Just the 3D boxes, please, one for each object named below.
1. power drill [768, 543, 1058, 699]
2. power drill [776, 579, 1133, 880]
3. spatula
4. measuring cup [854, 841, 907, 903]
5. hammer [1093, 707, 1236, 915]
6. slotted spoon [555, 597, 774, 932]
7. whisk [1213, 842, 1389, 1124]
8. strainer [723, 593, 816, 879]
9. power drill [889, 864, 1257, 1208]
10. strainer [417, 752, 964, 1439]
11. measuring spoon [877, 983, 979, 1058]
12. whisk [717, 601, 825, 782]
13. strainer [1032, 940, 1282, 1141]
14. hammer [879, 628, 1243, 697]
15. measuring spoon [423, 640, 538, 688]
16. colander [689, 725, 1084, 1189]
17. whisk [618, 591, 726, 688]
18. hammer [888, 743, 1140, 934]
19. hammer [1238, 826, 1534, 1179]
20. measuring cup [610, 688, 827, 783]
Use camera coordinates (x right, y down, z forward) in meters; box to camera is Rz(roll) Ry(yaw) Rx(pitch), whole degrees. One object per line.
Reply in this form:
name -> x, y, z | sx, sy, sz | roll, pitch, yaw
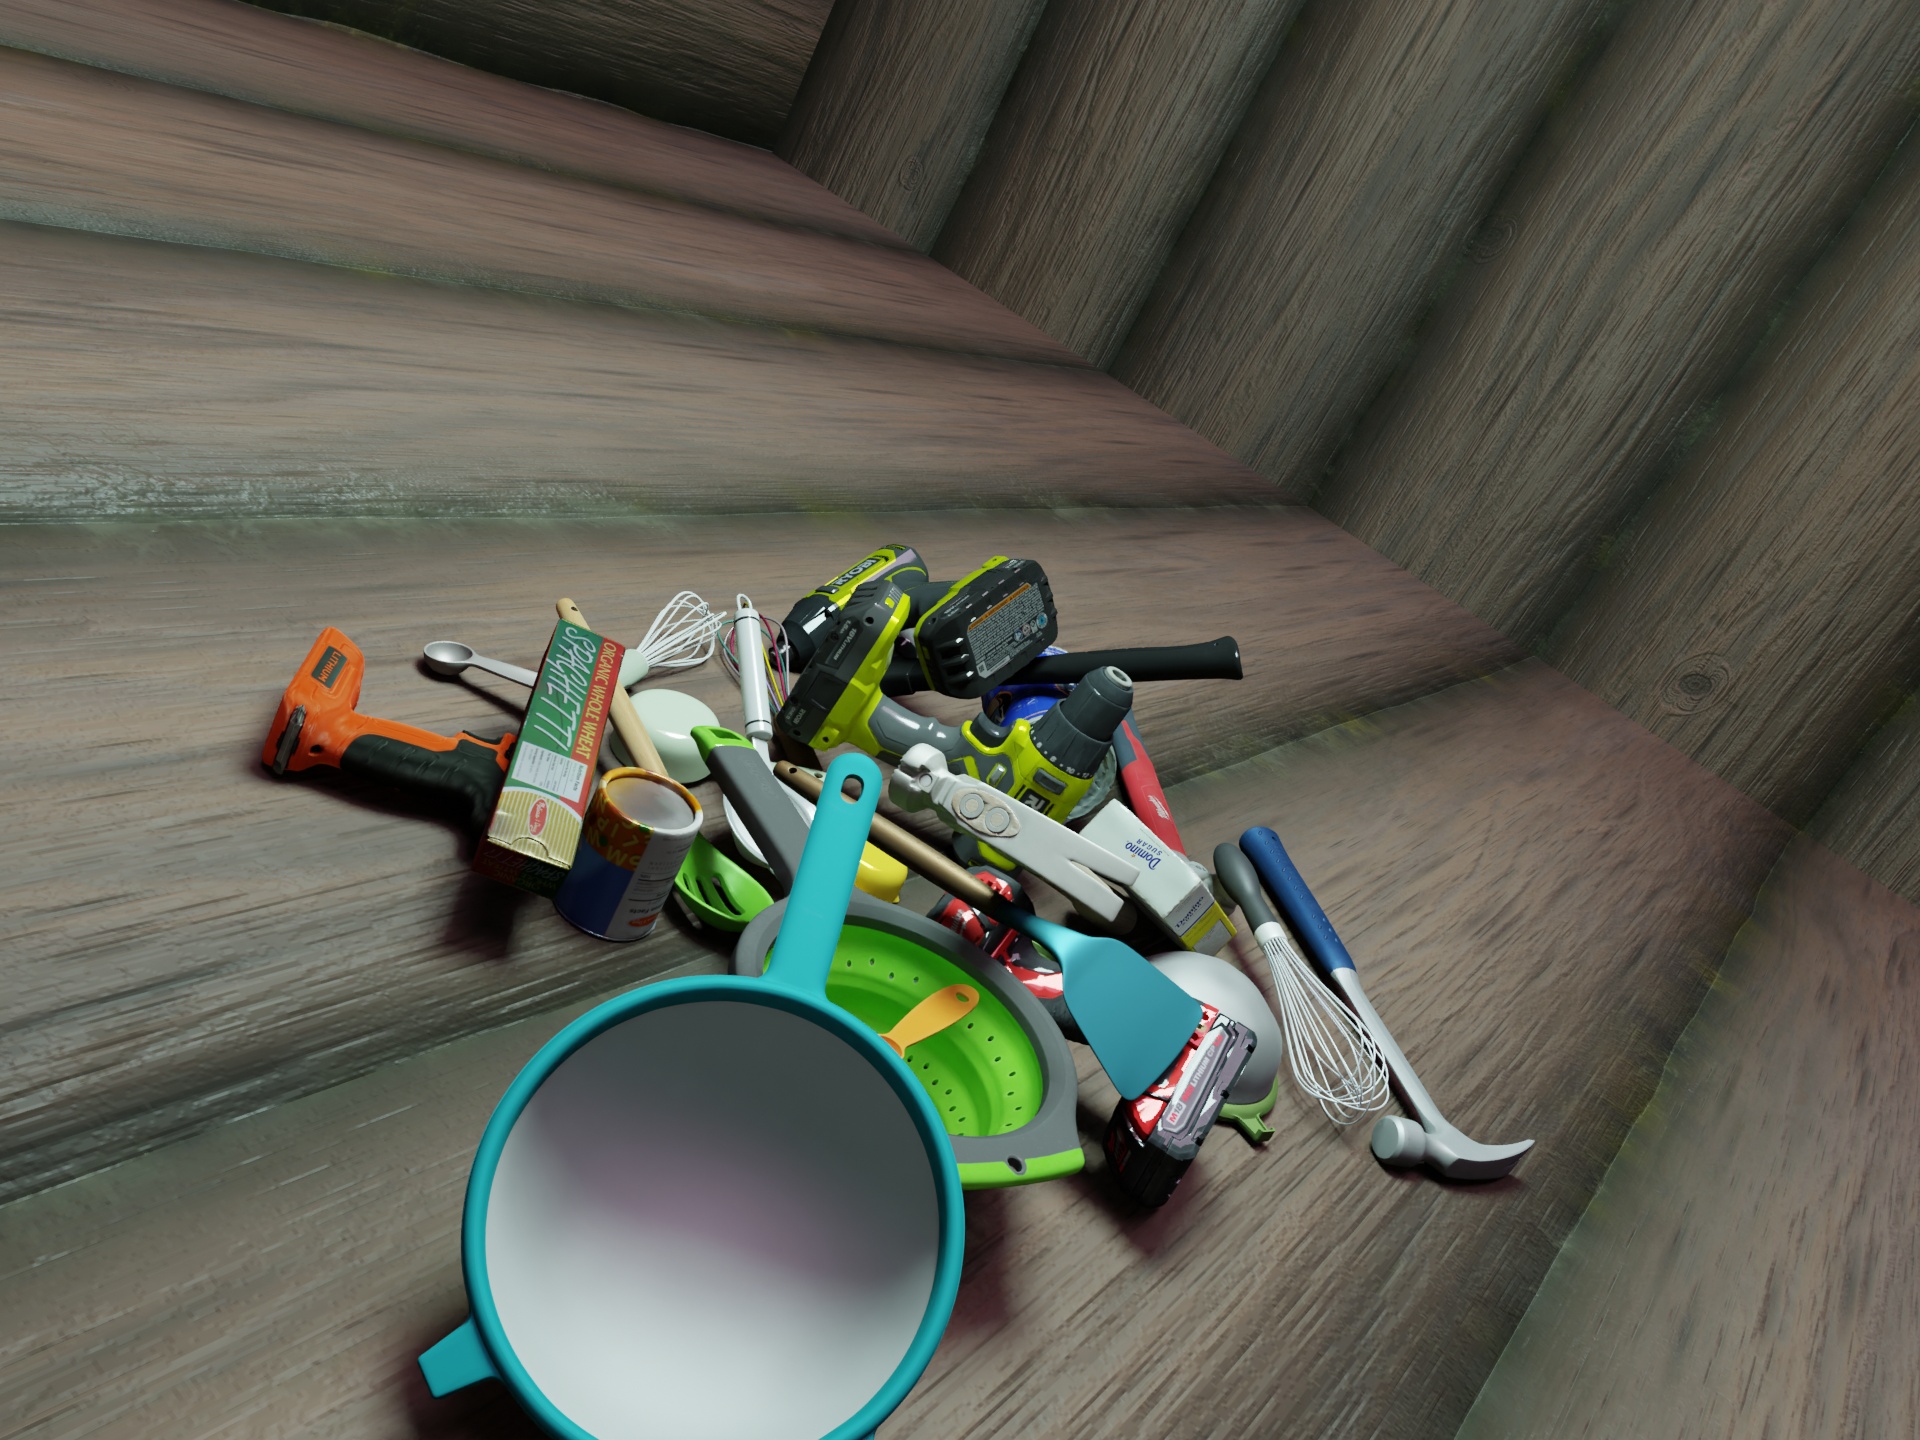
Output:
power drill -> -0.044, -0.084, 1.343 | 0.223, 0.080, 0.171 | 10, 38, 45
power drill -> -0.002, -0.004, 1.184 | 0.228, 0.190, 0.080 | 32, 24, -6
spatula -> 0.003, 0.112, 0.991 | 0.318, 0.044, 0.082 | 31, 53, 24
measuring cup -> -0.077, 0.117, 1.083 | 0.062, 0.029, 0.156 | 30, 21, 4
hammer -> 0.151, 0.042, 1.480 | 0.143, 0.038, 0.387 | 20, 25, -16
slotted spoon -> -0.211, 0.026, 1.071 | 0.070, 0.031, 0.314 | 9, 38, -49
whisk -> 0.251, 0.192, 1.227 | 0.070, 0.070, 0.285 | 16, 30, -27
strainer -> -0.142, 0.016, 1.122 | 0.086, 0.050, 0.259 | 19, 49, -39
power drill -> 0.057, 0.195, 0.986 | 0.220, 0.078, 0.143 | 30, 52, 14
strainer -> -0.097, 0.175, 0.737 | 0.211, 0.095, 0.341 | 19, 57, -7
measuring spoon -> -0.019, 0.162, 0.846 | 0.021, 0.011, 0.117 | 35, 20, 17
whisk -> -0.146, -0.017, 1.267 | 0.051, 0.047, 0.245 | 14, 31, -33
strainer -> 0.127, 0.182, 1.128 | 0.256, 0.069, 0.151 | 29, 23, -2
hammer -> 0.069, -0.040, 1.322 | 0.335, 0.035, 0.146 | -2, 30, 22
measuring spoon -> -0.315, -0.027, 1.107 | 0.124, 0.018, 0.034 | 18, 24, 2
colander -> -0.085, 0.147, 0.933 | 0.204, 0.094, 0.398 | 8, 30, -40
whisk -> -0.245, -0.044, 1.214 | 0.058, 0.059, 0.246 | -11, 17, 23
hammer -> 0.077, 0.106, 1.041 | 0.146, 0.038, 0.410 | 29, -5, 20
hammer -> 0.325, 0.220, 1.314 | 0.144, 0.035, 0.406 | 18, 26, -23
measuring cup -> -0.167, 0.017, 1.152 | 0.167, 0.038, 0.083 | 12, 30, -16
